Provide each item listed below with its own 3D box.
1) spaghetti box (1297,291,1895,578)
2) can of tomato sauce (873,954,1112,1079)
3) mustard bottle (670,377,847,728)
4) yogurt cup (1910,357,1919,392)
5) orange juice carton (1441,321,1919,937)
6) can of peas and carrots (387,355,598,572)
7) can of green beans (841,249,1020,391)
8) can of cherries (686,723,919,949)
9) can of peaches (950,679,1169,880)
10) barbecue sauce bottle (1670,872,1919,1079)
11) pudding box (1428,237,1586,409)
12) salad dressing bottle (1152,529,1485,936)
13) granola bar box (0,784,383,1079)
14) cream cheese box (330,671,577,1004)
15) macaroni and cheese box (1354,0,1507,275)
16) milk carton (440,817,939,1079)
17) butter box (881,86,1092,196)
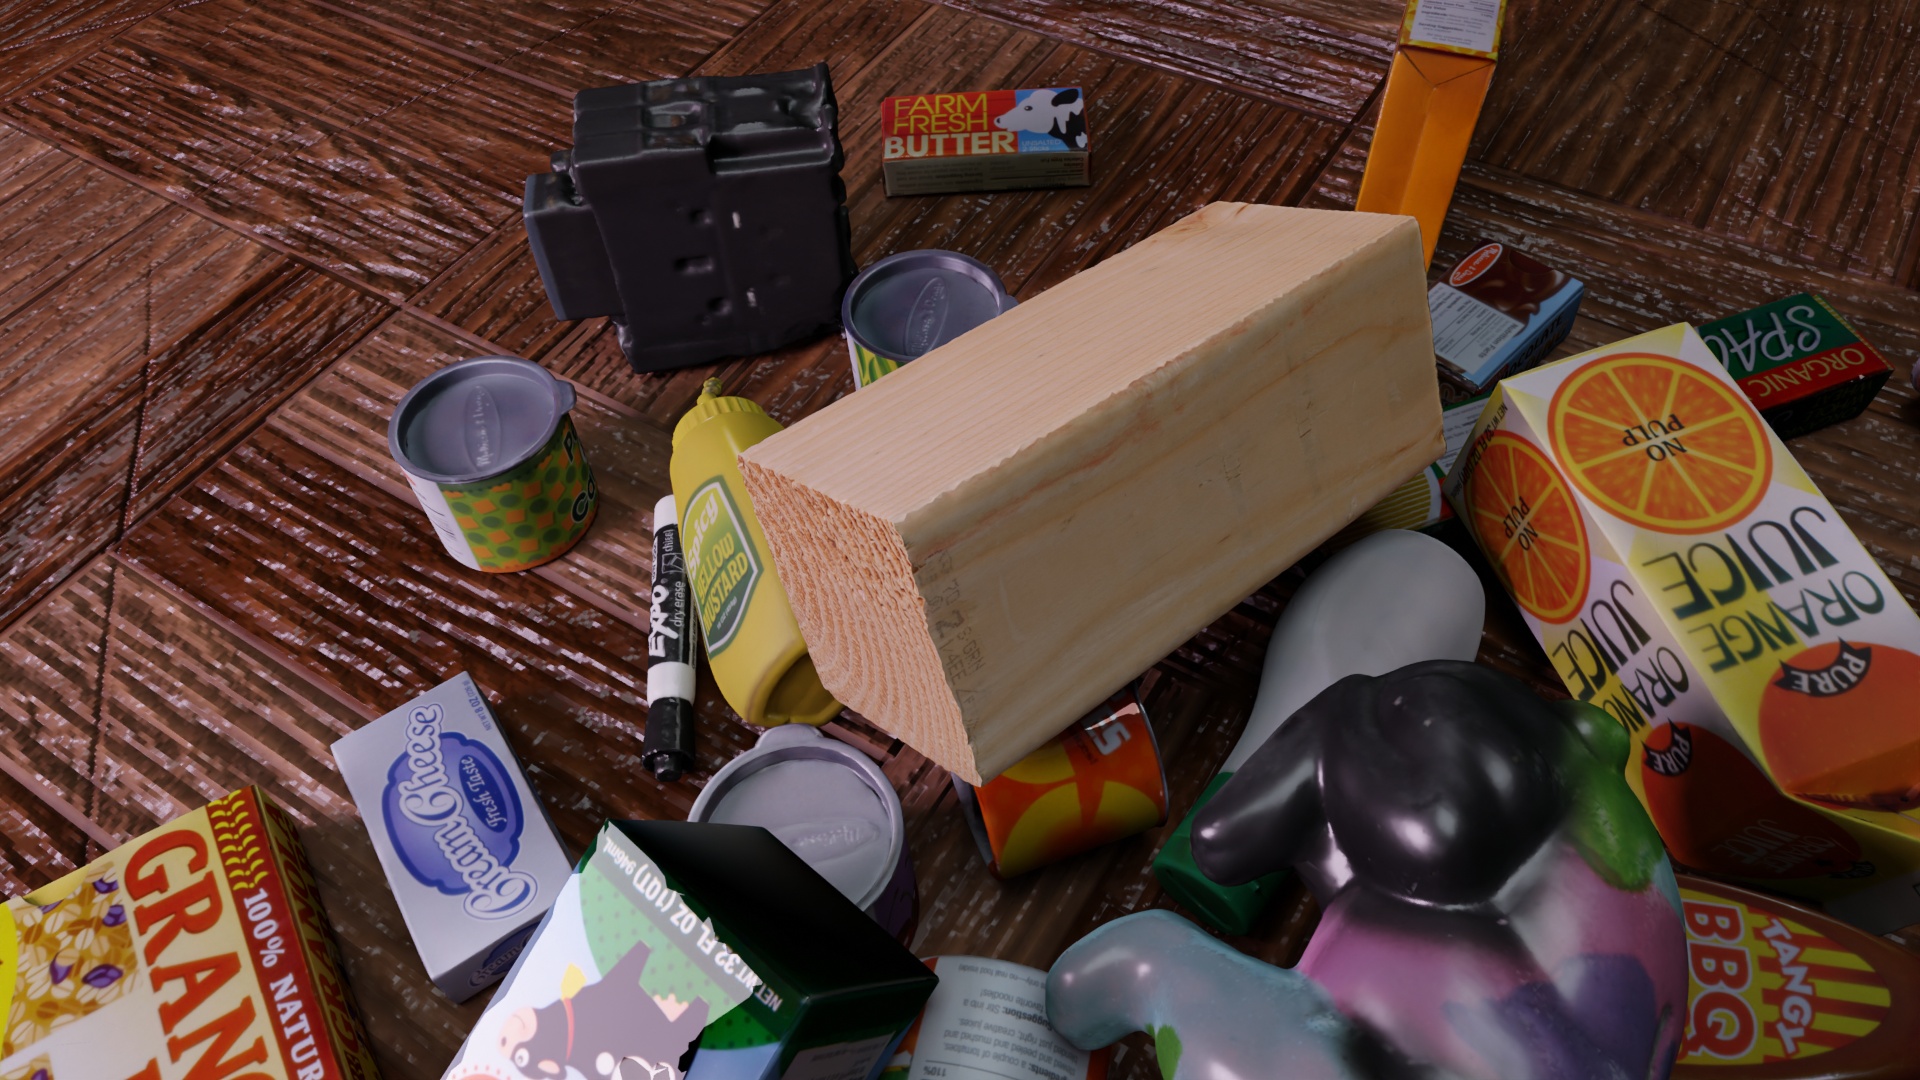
[{"bbox_3d":[0.241,-0.041,0.544,0.250,0.028,0.050,-17,53,-9],"label":"spaghetti box"},{"bbox_3d":[0.003,0.166,0.377,0.071,0.070,0.083,8,52,10],"label":"can of tomato sauce"},{"bbox_3d":[-0.078,-0.007,0.516,0.049,0.065,0.161,8,40,-36],"label":"mustard bottle"},{"bbox_3d":[0.410,-0.059,0.526,0.072,0.072,0.054,-14,60,-7],"label":"yogurt cup"},{"bbox_3d":[0.241,0.031,0.442,0.073,0.071,0.193,-18,62,-8],"label":"orange juice carton"},{"bbox_3d":[-0.180,-0.030,0.548,0.071,0.058,0.071,-2,52,2],"label":"can of peas and carrots"},{"bbox_3d":[-0.012,-0.076,0.572,0.071,0.057,0.071,-2,51,3],"label":"can of green beans"},{"bbox_3d":[-0.047,0.102,0.434,0.071,0.058,0.072,-3,52,3],"label":"can of cherries"},{"bbox_3d":[0.027,0.068,0.447,0.058,0.071,0.071,-17,53,-8],"label":"can of peaches"},{"bbox_3d":[0.233,0.132,0.399,0.148,0.043,0.065,7,62,9],"label":"barbecue sauce bottle"},{"bbox_3d":[0.216,-0.087,0.582,0.050,0.030,0.084,36,62,29],"label":"pudding box"},{"bbox_3d":[0.119,0.061,0.460,0.064,0.044,0.148,45,66,-6],"label":"salad dressing bottle"},{"bbox_3d":[-0.240,0.169,0.406,0.124,0.038,0.166,-28,55,-17],"label":"granola bar box"},{"bbox_3d":[-0.168,0.097,0.468,0.053,0.024,0.104,-30,56,-17],"label":"cream cheese box"},{"bbox_3d":[0.212,-0.210,0.620,0.040,0.123,0.167,15,54,12],"label":"macaroni and cheese box"},{"bbox_3d":[-0.095,0.169,0.348,0.072,0.073,0.190,32,91,27],"label":"milk carton"},{"bbox_3d":[0.012,-0.198,0.688,0.103,0.024,0.053,-3,52,2],"label":"butter box"}]
